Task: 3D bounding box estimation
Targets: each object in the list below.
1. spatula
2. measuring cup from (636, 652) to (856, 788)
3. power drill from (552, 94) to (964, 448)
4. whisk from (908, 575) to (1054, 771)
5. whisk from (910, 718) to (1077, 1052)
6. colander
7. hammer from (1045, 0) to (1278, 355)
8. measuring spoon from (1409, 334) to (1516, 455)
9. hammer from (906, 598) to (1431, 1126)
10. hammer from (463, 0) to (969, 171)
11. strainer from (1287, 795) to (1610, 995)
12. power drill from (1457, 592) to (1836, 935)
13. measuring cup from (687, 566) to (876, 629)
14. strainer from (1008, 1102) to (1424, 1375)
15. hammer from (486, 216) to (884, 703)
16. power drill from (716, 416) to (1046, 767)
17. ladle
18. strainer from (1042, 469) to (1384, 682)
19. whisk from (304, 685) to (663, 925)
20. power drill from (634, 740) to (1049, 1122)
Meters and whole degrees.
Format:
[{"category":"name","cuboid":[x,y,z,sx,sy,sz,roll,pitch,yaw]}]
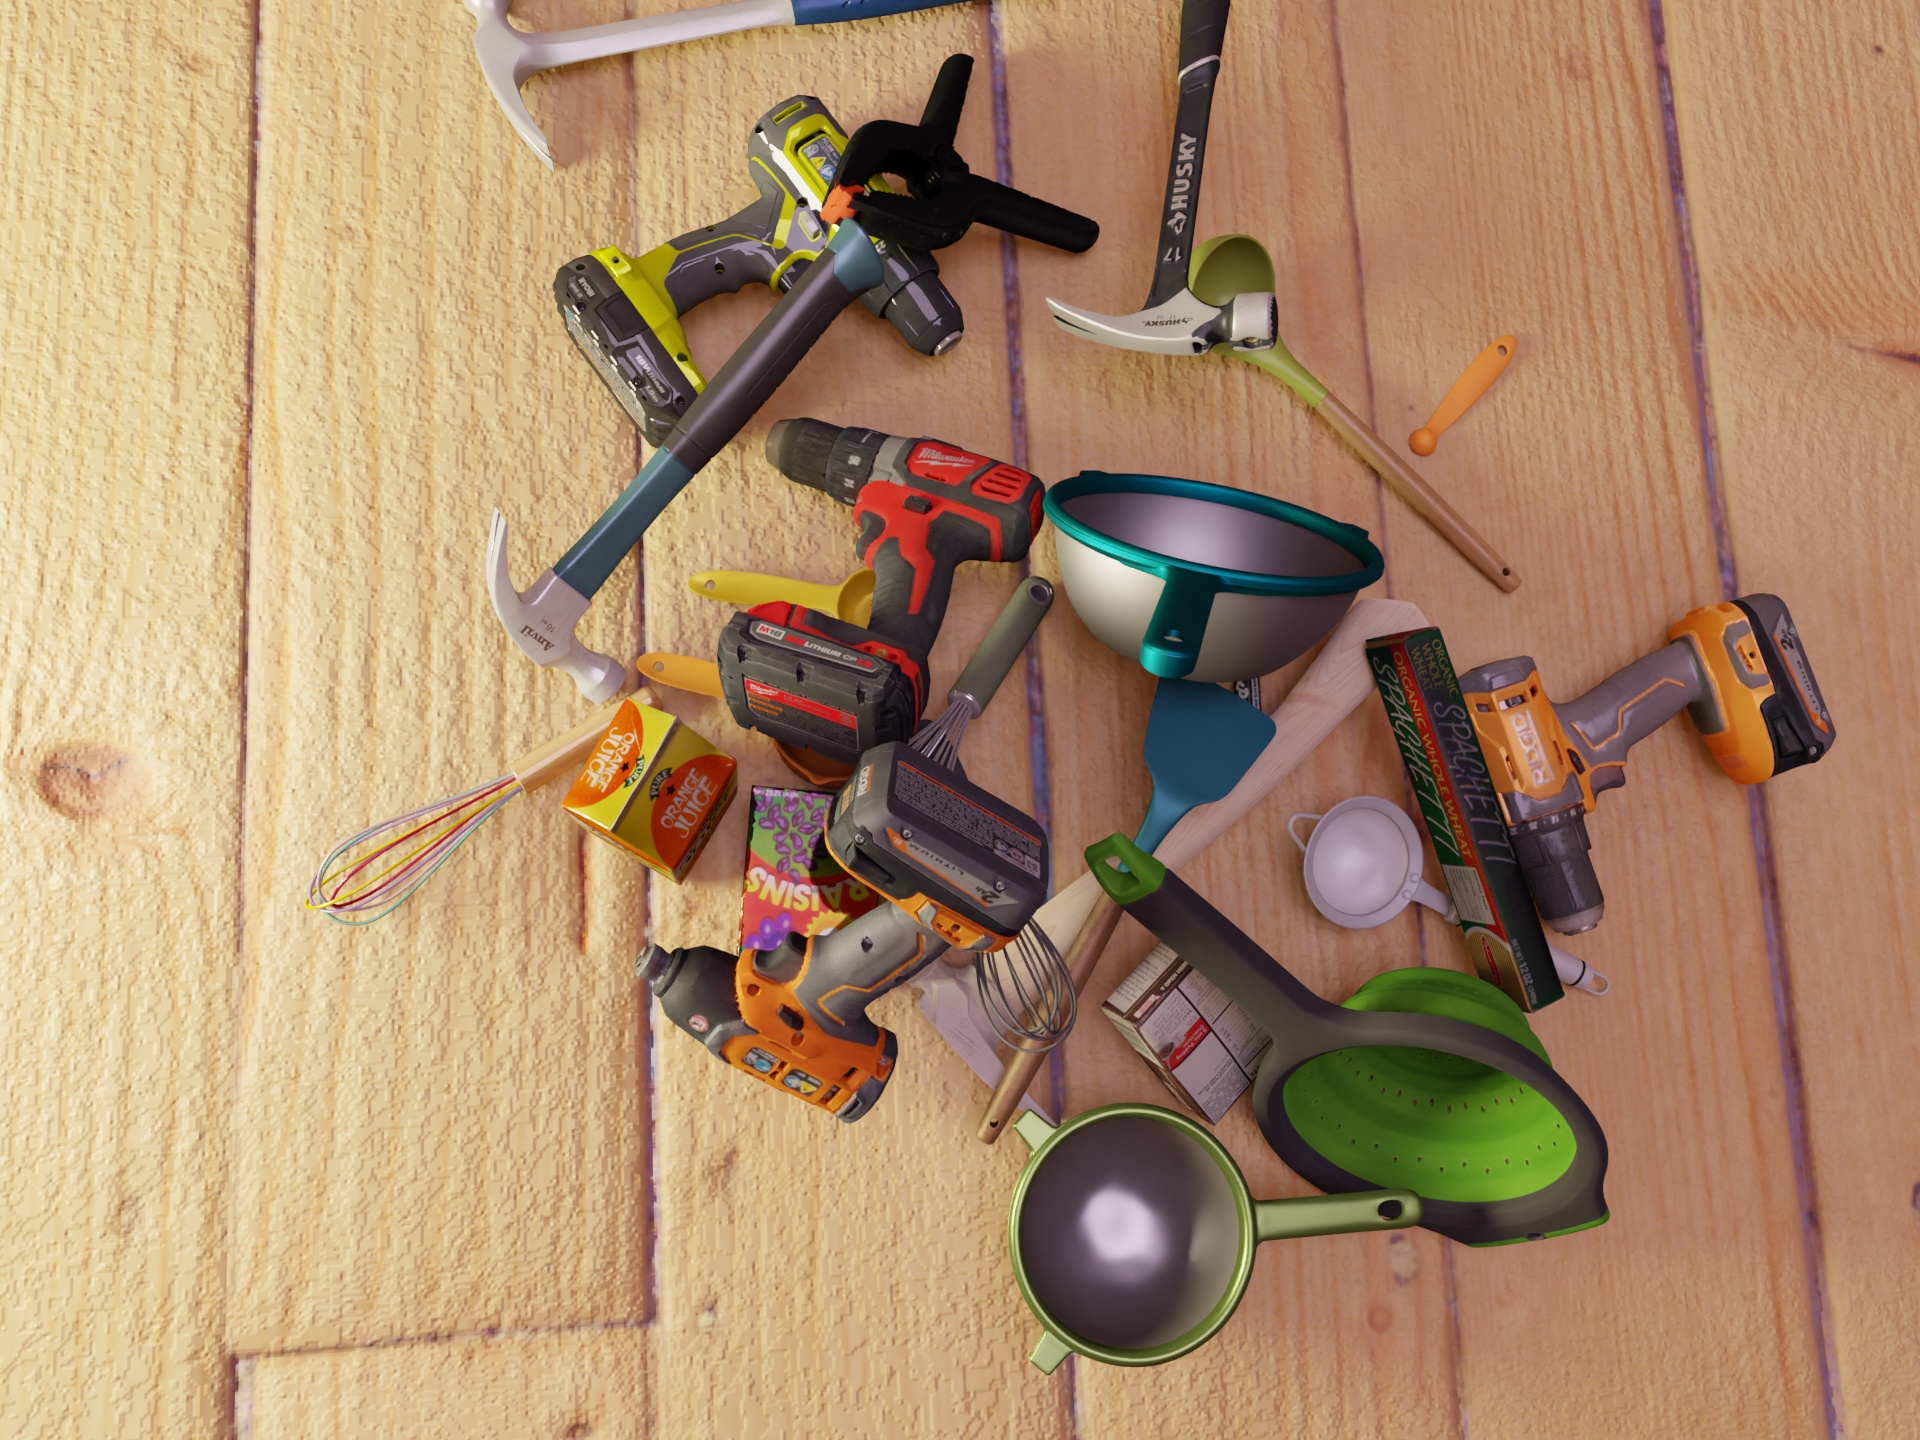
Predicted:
[{"category":"spatula","cuboid":[0.091,0.118,0.981,0.082,0.044,0.317,29,88,-1]},{"category":"measuring cup","cuboid":[-0.118,-0.010,1.009,0.173,0.052,0.095,14,76,2]},{"category":"power drill","cuboid":[-0.127,-0.277,1.038,0.228,0.080,0.190,-36,87,-13]},{"category":"whisk","cuboid":[-0.002,-0.003,0.994,0.057,0.059,0.246,37,58,-7]},{"category":"whisk","cuboid":[0.011,0.094,0.971,0.055,0.055,0.239,-17,56,-9]},{"category":"colander","cuboid":[0.230,0.168,0.950,0.396,0.204,0.095,41,46,-17]},{"category":"hammer","cuboid":[0.155,-0.424,1.080,0.149,0.036,0.409,2,68,19]},{"category":"measuring spoon","cuboid":[0.356,-0.231,1.117,0.021,0.011,0.117,42,79,1]},{"category":"hammer","cuboid":[0.152,0.075,1.018,0.410,0.038,0.146,-41,89,-6]},{"category":"hammer","cuboid":[-0.126,-0.481,1.090,0.405,0.035,0.144,-14,83,-9]},{"category":"strainer","cuboid":[0.317,0.122,1.044,0.258,0.050,0.087,27,86,-7]},{"category":"power drill","cuboid":[0.452,0.027,1.056,0.226,0.084,0.185,-18,84,-5]},{"category":"measuring cup","cuboid":[-0.100,-0.077,1.038,0.156,0.029,0.062,8,72,7]},{"category":"strainer","cuboid":[0.152,0.307,0.979,0.256,0.069,0.151,-3,79,-8]},{"category":"hammer","cuboid":[-0.163,-0.169,0.975,0.331,0.033,0.128,-49,125,0]},{"category":"power drill","cuboid":[-0.069,-0.095,0.980,0.188,0.080,0.227,19,56,13]},{"category":"ladle","cuboid":[0.270,-0.203,1.082,0.320,0.062,0.078,44,81,-1]},{"category":"strainer","cuboid":[0.134,-0.058,0.934,0.211,0.340,0.095,14,114,9]},{"category":"whisk","cuboid":[-0.291,0.050,0.983,0.245,0.047,0.051,-32,85,-14]},{"category":"power drill","cuboid":[-0.072,0.121,0.900,0.164,0.084,0.226,31,119,-16]}]
